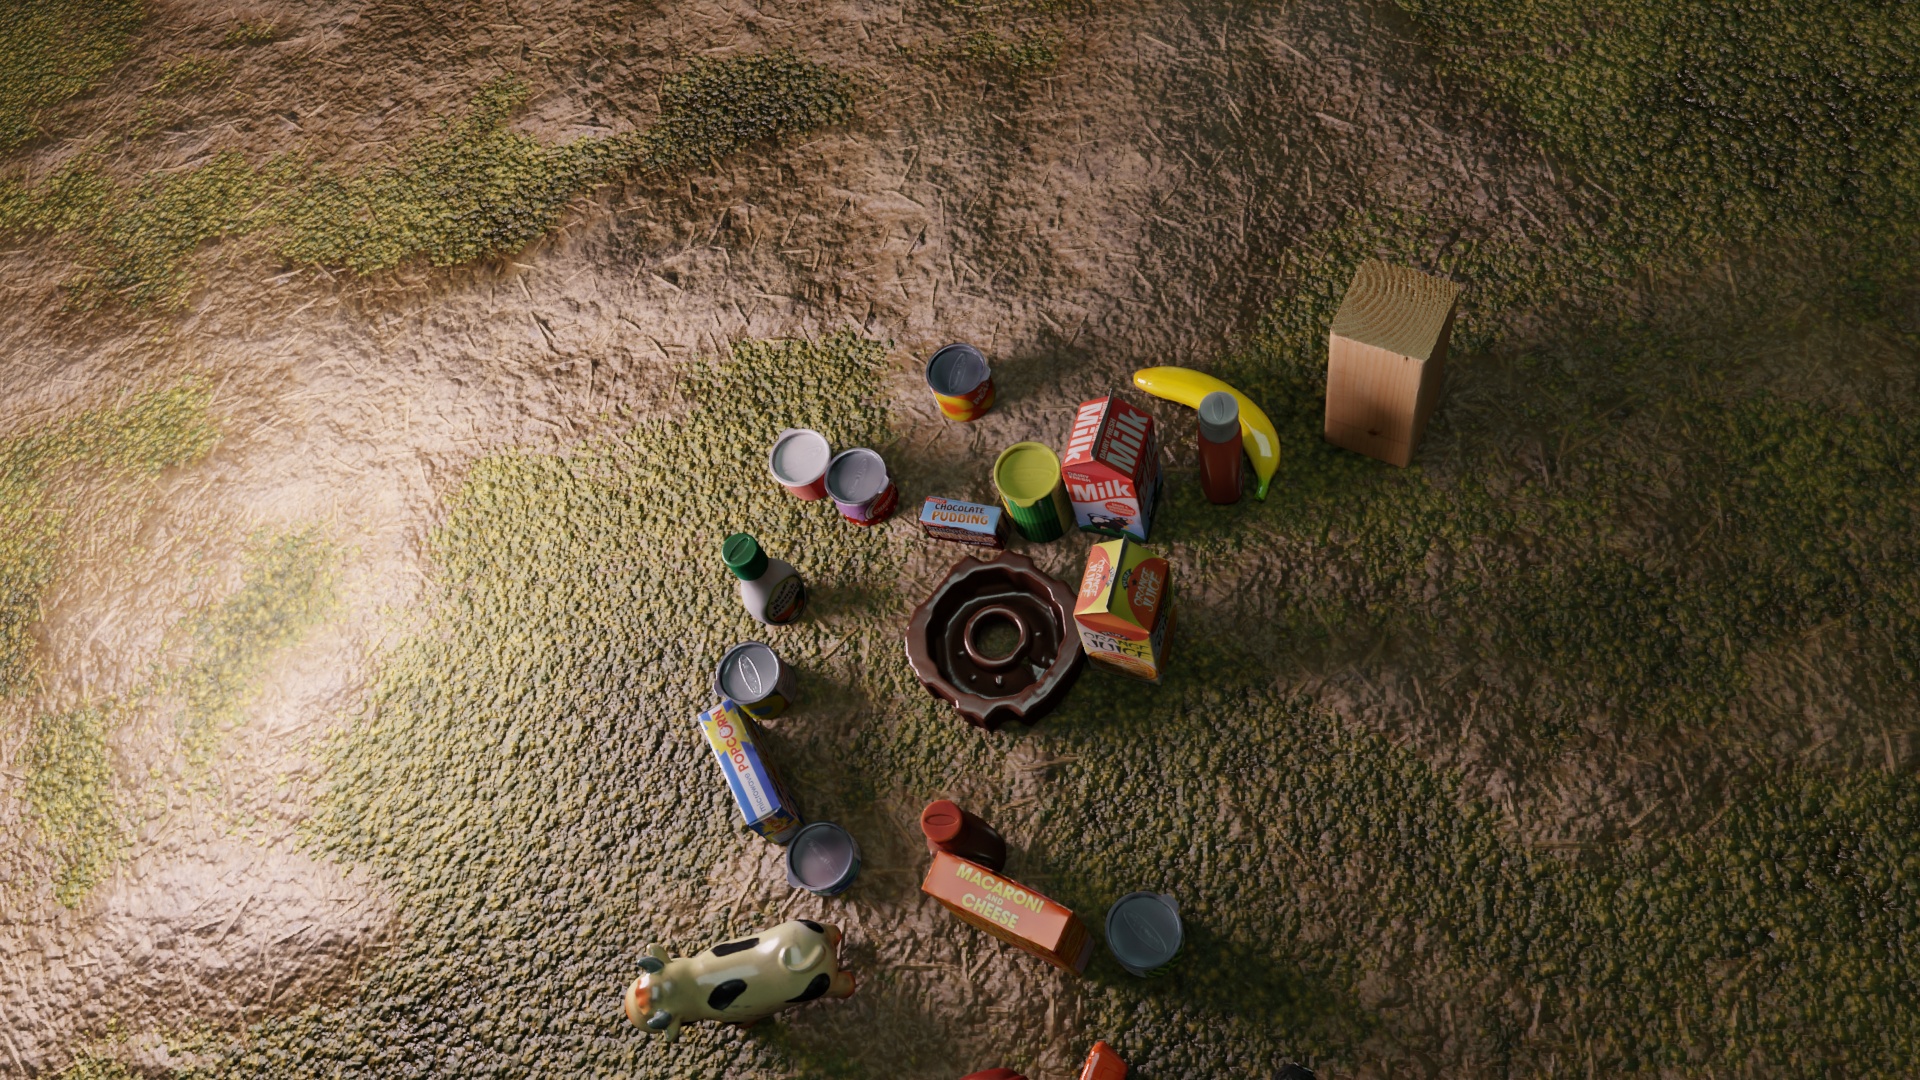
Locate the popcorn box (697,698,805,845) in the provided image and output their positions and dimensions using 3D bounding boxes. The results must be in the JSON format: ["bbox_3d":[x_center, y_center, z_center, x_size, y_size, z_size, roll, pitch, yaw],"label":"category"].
[{"bbox_3d":[-0.200,0.223,1.336,0.038,0.085,0.127,-30,63,-2],"label":"popcorn box"}]

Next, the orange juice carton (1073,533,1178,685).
[{"bbox_3d":[0.152,0.064,1.275,0.073,0.192,0.072,12,69,17],"label":"orange juice carton"}]

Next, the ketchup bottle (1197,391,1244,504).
[{"bbox_3d":[0.253,-0.093,1.351,0.043,0.148,0.065,-5,65,10],"label":"ketchup bottle"}]

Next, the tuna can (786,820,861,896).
[{"bbox_3d":[-0.131,0.303,1.313,0.071,0.032,0.071,-5,65,10],"label":"tuna can"}]

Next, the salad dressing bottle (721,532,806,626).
[{"bbox_3d":[-0.197,0.038,1.388,0.044,0.147,0.064,31,76,23],"label":"salad dressing bottle"}]

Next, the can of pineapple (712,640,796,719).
[{"bbox_3d":[-0.205,0.141,1.392,0.071,0.057,0.071,-5,65,10],"label":"can of pineapple"}]

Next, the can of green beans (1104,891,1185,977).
[{"bbox_3d":[0.162,0.346,1.216,0.071,0.057,0.071,-5,65,10],"label":"can of green beans"}]

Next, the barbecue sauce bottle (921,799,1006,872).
[{"bbox_3d":[-0.002,0.265,1.238,0.065,0.148,0.044,-1,66,12],"label":"barbecue sauce bottle"}]

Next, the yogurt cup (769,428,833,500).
[{"bbox_3d":[-0.165,-0.078,1.488,0.072,0.053,0.072,-5,65,10],"label":"yogurt cup"}]

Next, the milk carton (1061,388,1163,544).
[{"bbox_3d":[0.147,-0.071,1.340,0.073,0.190,0.072,12,69,17],"label":"milk carton"}]

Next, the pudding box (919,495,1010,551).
[{"bbox_3d":[0.005,-0.018,1.425,0.084,0.049,0.030,11,68,17],"label":"pudding box"}]

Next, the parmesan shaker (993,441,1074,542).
[{"bbox_3d":[0.075,-0.044,1.392,0.071,0.102,0.071,-5,65,10],"label":"parmesan shaker"}]

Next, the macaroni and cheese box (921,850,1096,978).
[{"bbox_3d":[0.045,0.321,1.192,0.124,0.166,0.040,20,72,20],"label":"macaroni and cheese box"}]

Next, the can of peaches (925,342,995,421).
[{"bbox_3d":[0.003,-0.169,1.492,0.071,0.058,0.071,-5,65,10],"label":"can of peaches"}]

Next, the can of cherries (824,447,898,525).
[{"bbox_3d":[-0.101,-0.054,1.460,0.071,0.058,0.072,-5,65,10],"label":"can of cherries"}]
